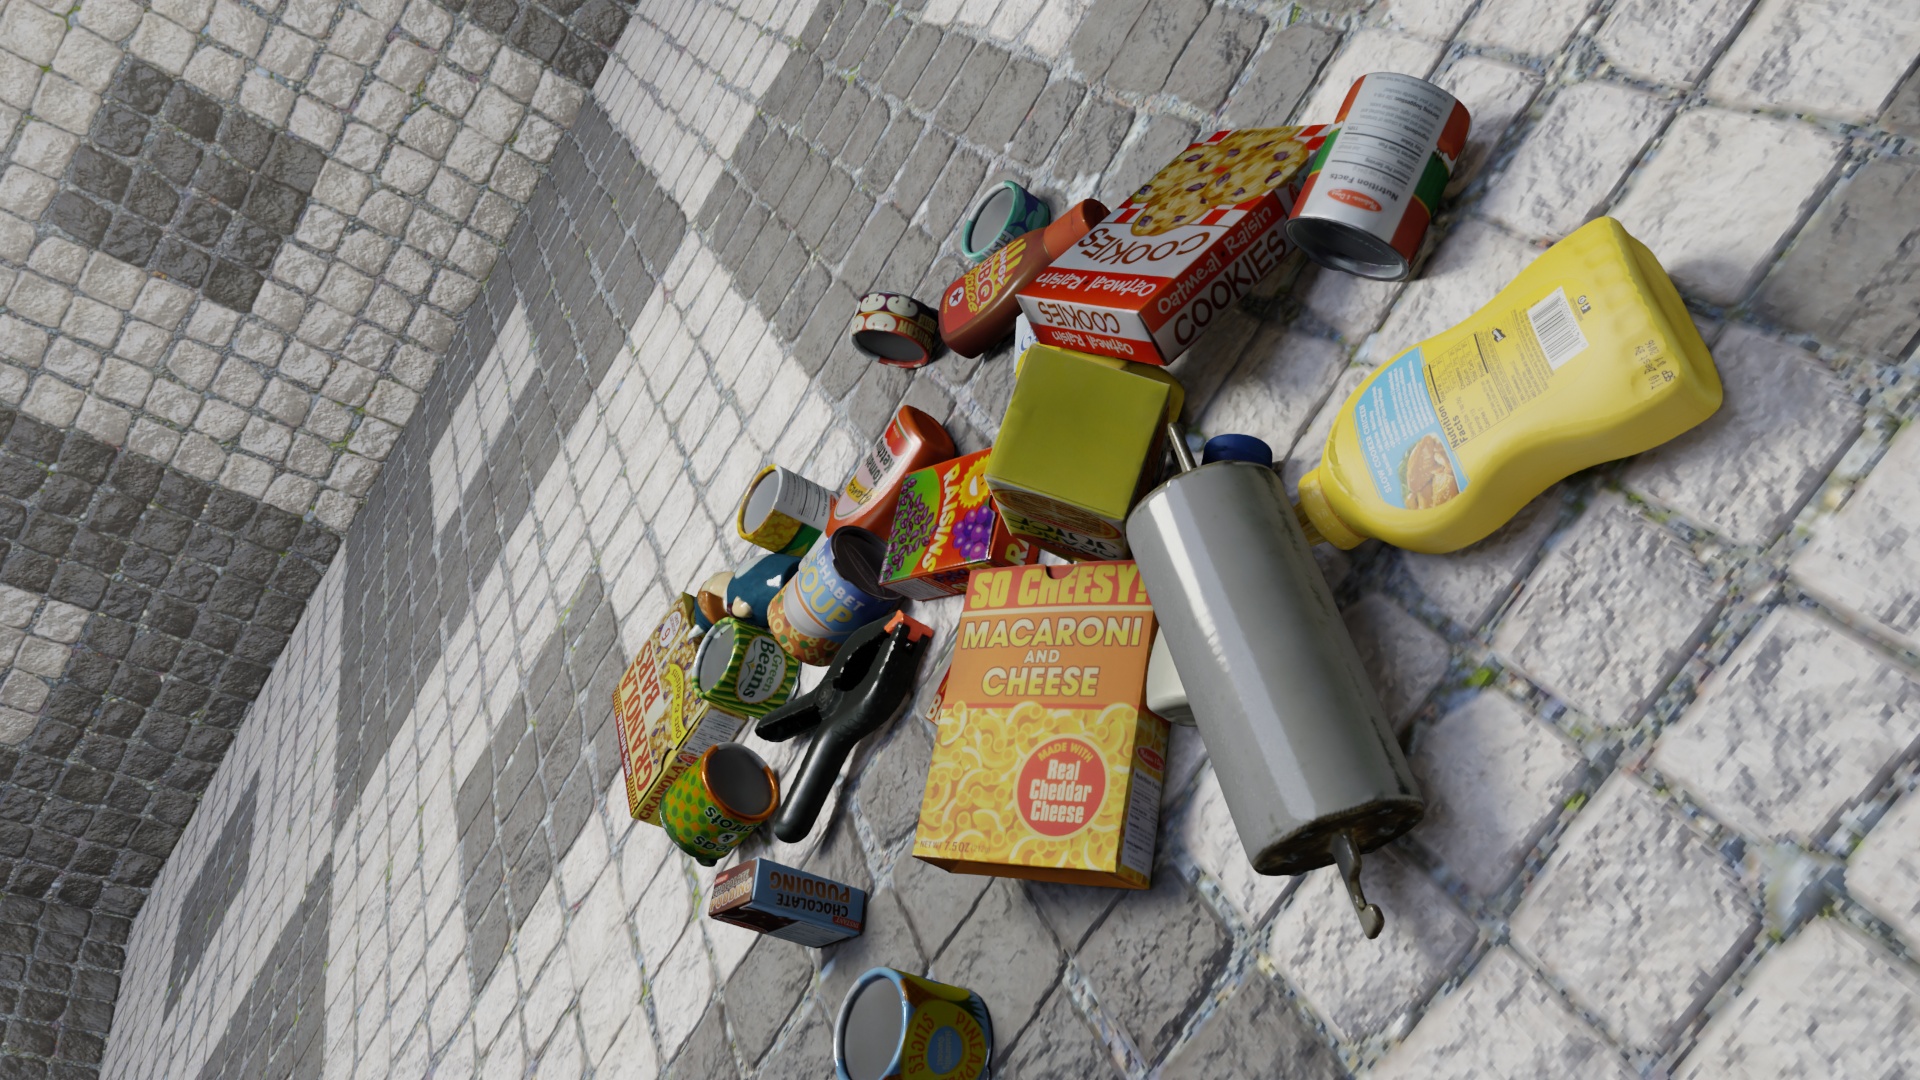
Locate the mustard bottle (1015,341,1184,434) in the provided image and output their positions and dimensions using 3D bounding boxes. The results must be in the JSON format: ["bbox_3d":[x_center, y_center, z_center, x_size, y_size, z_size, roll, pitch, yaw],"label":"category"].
[{"bbox_3d":[0.072,-0.098,0.852,0.160,0.065,0.049,31,97,60],"label":"mustard bottle"}]

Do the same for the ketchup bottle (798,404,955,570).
[{"bbox_3d":[-0.063,-0.025,1.019,0.148,0.043,0.065,-52,33,19],"label":"ketchup bottle"}]

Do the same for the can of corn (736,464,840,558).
[{"bbox_3d":[-0.139,-0.019,1.110,0.071,0.058,0.071,-35,41,38],"label":"can of corn"}]

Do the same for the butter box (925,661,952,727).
[{"bbox_3d":[0.020,0.102,0.819,0.103,0.024,0.053,26,89,59],"label":"butter box"}]

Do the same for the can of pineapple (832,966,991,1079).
[{"bbox_3d":[-0.025,0.265,0.734,0.070,0.058,0.071,-35,41,38],"label":"can of pineapple"}]

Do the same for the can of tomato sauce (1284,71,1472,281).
[{"bbox_3d":[0.213,-0.184,0.707,0.071,0.071,0.083,20,85,59],"label":"can of tomato sauce"}]

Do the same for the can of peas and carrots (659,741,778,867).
[{"bbox_3d":[-0.173,0.190,1.002,0.058,0.071,0.071,-44,36,28],"label":"can of peas and carrots"}]

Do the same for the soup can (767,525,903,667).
[{"bbox_3d":[-0.089,0.040,0.981,0.083,0.071,0.072,-45,36,29],"label":"soup can"}]

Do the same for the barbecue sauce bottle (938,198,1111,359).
[{"bbox_3d":[0.047,-0.186,0.974,0.148,0.043,0.065,-29,44,43],"label":"barbecue sauce bottle"}]

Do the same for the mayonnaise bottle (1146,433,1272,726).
[{"bbox_3d":[0.133,0.018,0.700,0.064,0.041,0.148,-14,55,44],"label":"mayonnaise bottle"}]

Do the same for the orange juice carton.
[{"bbox_3d":[0.067,-0.034,0.747,0.192,0.073,0.072,56,-127,-77],"label":"orange juice carton"}]

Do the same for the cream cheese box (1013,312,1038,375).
[{"bbox_3d":[0.078,-0.149,0.918,0.103,0.024,0.053,-33,42,40],"label":"cream cheese box"}]

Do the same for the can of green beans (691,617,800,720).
[{"bbox_3d":[-0.164,0.098,1.063,0.071,0.058,0.071,-35,42,39],"label":"can of green beans"}]

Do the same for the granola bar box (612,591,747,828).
[{"bbox_3d":[-0.240,0.138,1.162,0.124,0.039,0.166,-54,32,16],"label":"granola bar box"}]

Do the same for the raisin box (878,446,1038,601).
[{"bbox_3d":[0.003,-0.011,0.914,0.123,0.040,0.086,-13,56,51],"label":"raisin box"}]

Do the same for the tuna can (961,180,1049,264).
[{"bbox_3d":[0.033,-0.231,1.037,0.070,0.033,0.071,-36,40,38],"label":"tuna can"}]

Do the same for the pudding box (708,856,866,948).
[{"bbox_3d":[-0.106,0.225,0.858,0.049,0.083,0.030,-31,44,42],"label":"pudding box"}]

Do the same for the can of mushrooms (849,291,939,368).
[{"bbox_3d":[-0.050,-0.163,1.079,0.071,0.071,0.033,-12,58,52],"label":"can of mushrooms"}]

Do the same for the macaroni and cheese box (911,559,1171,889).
[{"bbox_3d":[0.049,0.093,0.736,0.123,0.040,0.167,-5,63,34],"label":"macaroni and cheese box"}]

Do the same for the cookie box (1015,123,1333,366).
[{"bbox_3d":[0.128,-0.168,0.783,0.168,0.040,0.123,-42,29,-14],"label":"cookie box"}]
